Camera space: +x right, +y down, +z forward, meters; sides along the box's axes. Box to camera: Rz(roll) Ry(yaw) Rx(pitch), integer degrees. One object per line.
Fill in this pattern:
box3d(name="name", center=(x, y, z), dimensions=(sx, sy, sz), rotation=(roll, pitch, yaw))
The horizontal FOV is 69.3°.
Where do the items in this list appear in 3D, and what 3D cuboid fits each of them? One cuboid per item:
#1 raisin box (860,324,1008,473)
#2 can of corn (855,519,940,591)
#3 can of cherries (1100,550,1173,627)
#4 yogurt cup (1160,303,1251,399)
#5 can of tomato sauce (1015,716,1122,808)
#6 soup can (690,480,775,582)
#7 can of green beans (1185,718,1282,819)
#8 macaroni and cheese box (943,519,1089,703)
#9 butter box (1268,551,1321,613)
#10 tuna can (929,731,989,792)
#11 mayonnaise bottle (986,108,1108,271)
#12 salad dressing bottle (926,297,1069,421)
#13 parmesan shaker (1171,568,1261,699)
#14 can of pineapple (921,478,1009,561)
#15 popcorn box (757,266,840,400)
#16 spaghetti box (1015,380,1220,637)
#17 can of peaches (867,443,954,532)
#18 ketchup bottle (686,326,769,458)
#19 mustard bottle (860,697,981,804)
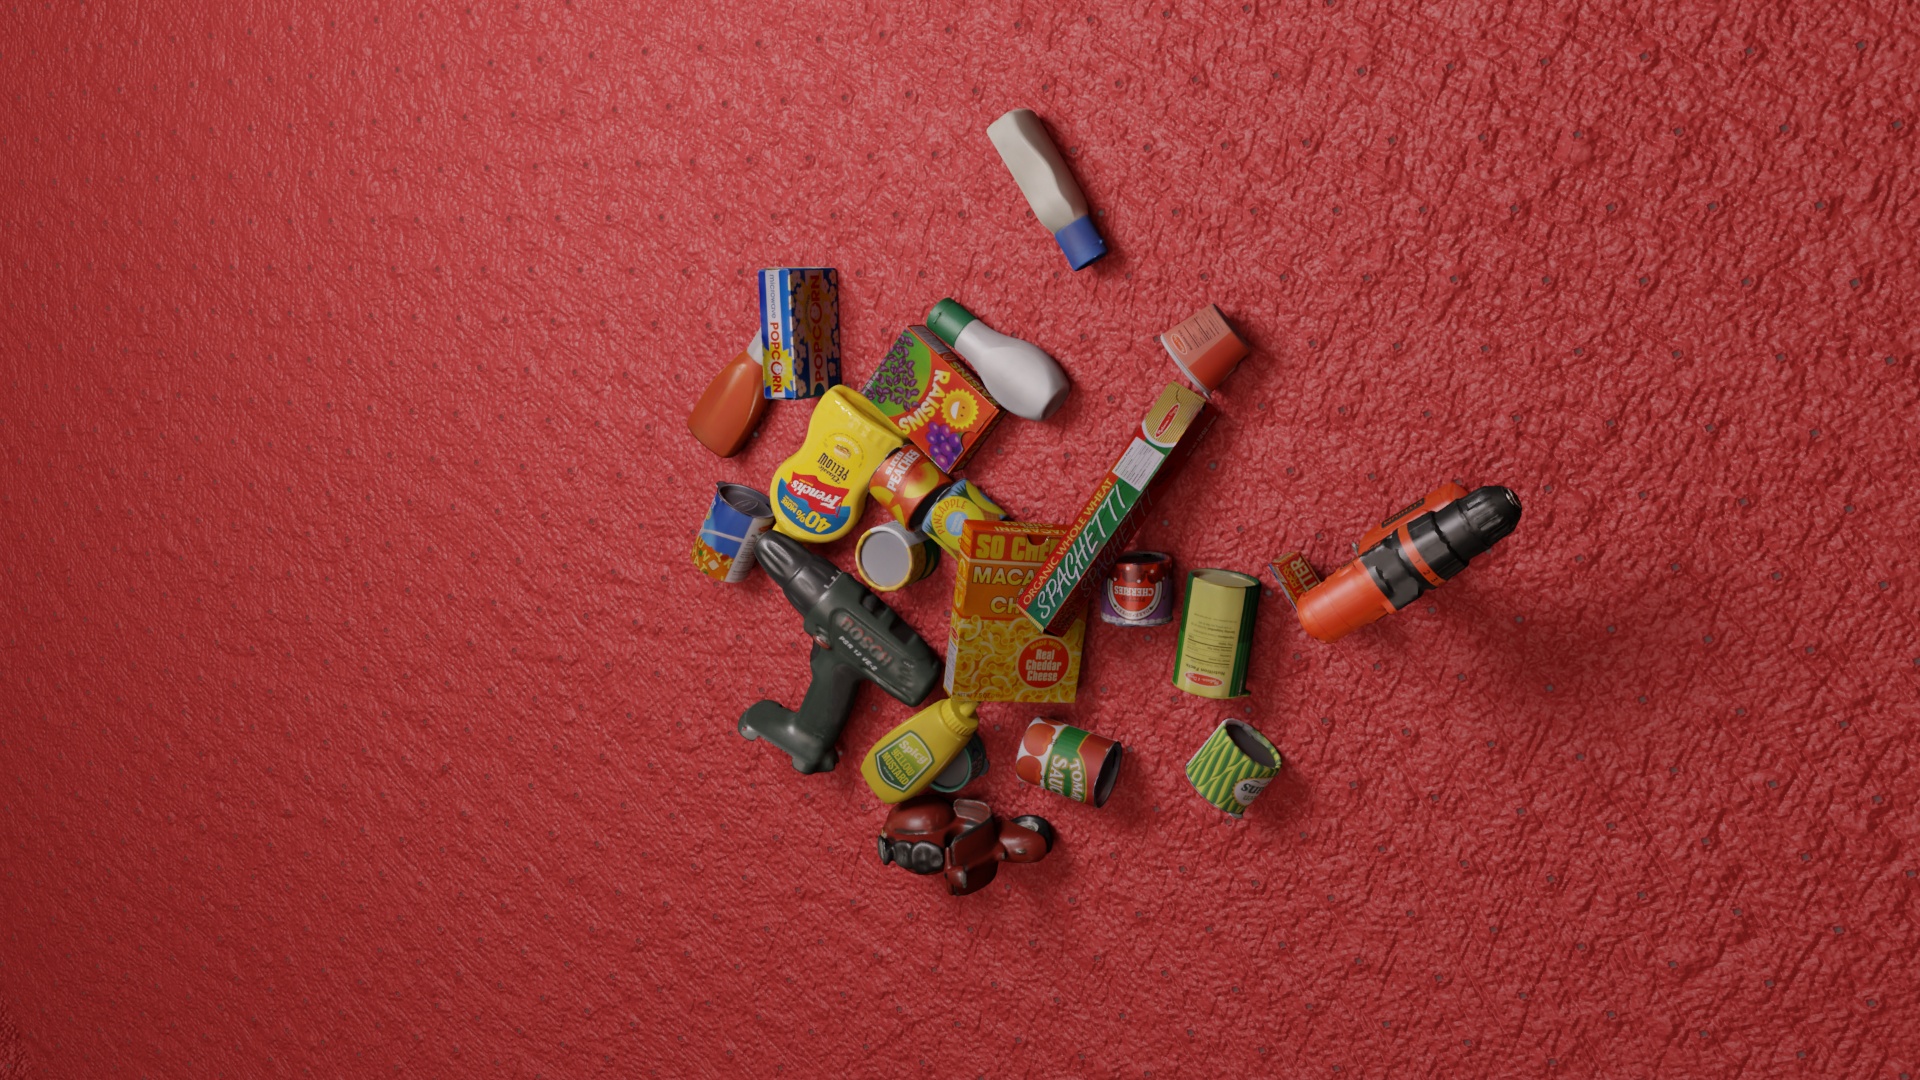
box3d(name="raisin box", center=(-0.024, -0.136, 1.336), dimensions=(0.123, 0.040, 0.085), rotation=(44, 114, 12))
box3d(name="can of corn", center=(-0.062, 0.016, 1.372), dimensions=(0.071, 0.058, 0.071), rotation=(5, 102, 25))
box3d(name="can of cherries", center=(0.160, 0.043, 1.263), dimensions=(0.071, 0.072, 0.058), rotation=(4, 101, 25))
box3d(name="yogurt cup", center=(0.214, -0.168, 1.202), dimensions=(0.054, 0.072, 0.072), rotation=(-39, 82, 18))
box3d(name="can of tomato sauce", center=(0.102, 0.211, 1.323), dimensions=(0.083, 0.071, 0.071), rotation=(16, 106, 23))
box3d(name="soup can", center=(-0.239, -0.009, 1.449), dimensions=(0.071, 0.071, 0.083), rotation=(34, 113, 16))
box3d(name="can of green beans", center=(0.247, 0.204, 1.254), dimensions=(0.071, 0.071, 0.057), rotation=(41, 114, 14))
box3d(name="macaroni and cheese box", center=(0.056, 0.068, 1.298), dimensions=(0.124, 0.040, 0.166), rotation=(3, 104, -16))
box3d(name="butter box", center=(0.289, 0.037, 1.182), dimensions=(0.024, 0.103, 0.053), rotation=(-31, 85, 7))
box3d(name="tuna can", center=(-0.009, 0.219, 1.399), dimensions=(0.071, 0.033, 0.071), rotation=(5, 102, 25))
box3d(name="mayonnaise bottle", center=(0.081, -0.313, 1.242), dimensions=(0.041, 0.065, 0.148), rotation=(-30, 90, 31))
box3d(name="salad dressing bottle", center=(0.033, -0.172, 1.300), dimensions=(0.148, 0.044, 0.064), rotation=(40, 114, 15))
box3d(name="parmesan shaker", center=(0.232, 0.082, 1.239), dimensions=(0.071, 0.071, 0.102), rotation=(12, 104, 23))
box3d(name="can of pineapple", center=(0.005, -0.017, 1.327), dimensions=(0.058, 0.071, 0.070), rotation=(41, 114, 13))
box3d(name="popcorn box", center=(-0.157, -0.204, 1.362), dimensions=(0.038, 0.085, 0.126), rotation=(4, 102, 26))
box3d(name="spaghetti box", center=(0.138, -0.026, 1.237), dimensions=(0.249, 0.028, 0.050), rotation=(-56, 43, 7))
box3d(name="can of peaches", center=(-0.047, -0.051, 1.342), dimensions=(0.058, 0.071, 0.071), rotation=(45, 115, 19))
box3d(name="ketchup bottle", center=(-0.221, -0.158, 1.425), dimensions=(0.065, 0.044, 0.148), rotation=(42, 114, 12))
box3d(name="mustard bottle", center=(-0.029, 0.194, 1.356), dimensions=(0.159, 0.049, 0.065), rotation=(-44, 81, 26))
